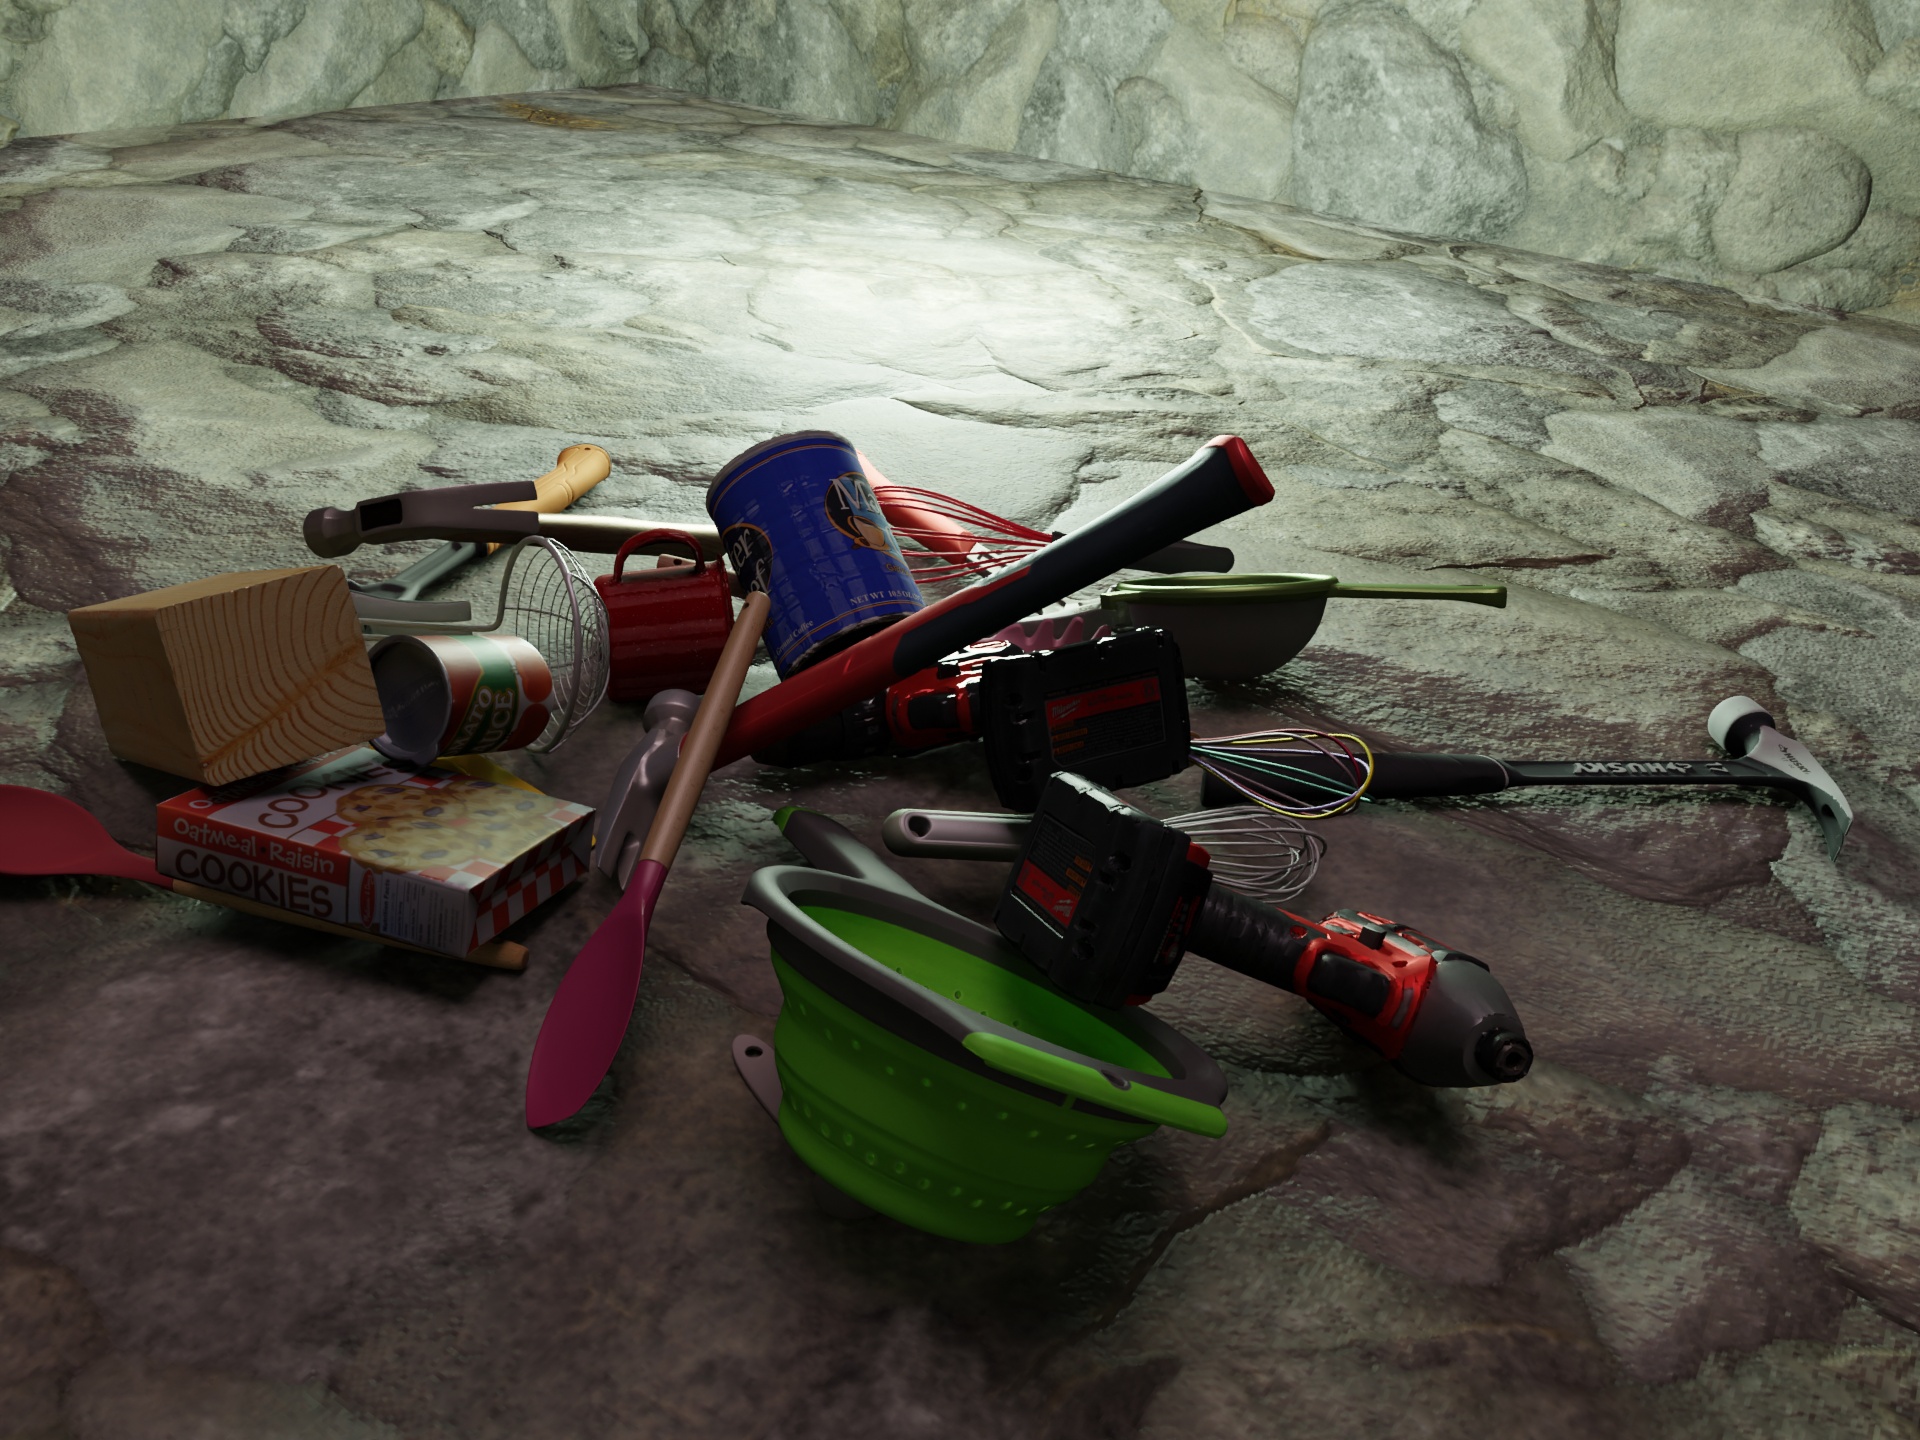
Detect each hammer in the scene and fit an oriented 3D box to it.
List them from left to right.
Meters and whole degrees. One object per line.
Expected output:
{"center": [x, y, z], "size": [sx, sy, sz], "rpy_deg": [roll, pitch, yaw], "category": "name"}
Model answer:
{"center": [-0.342, -0.143, 1.191], "size": [0.127, 0.034, 0.337], "rpy_deg": [10, 29, 12], "category": "hammer"}
{"center": [-0.259, -0.126, 1.059], "size": [0.130, 0.031, 0.331], "rpy_deg": [-6, 1, 27], "category": "hammer"}
{"center": [-0.023, -0.030, 0.795], "size": [0.386, 0.038, 0.143], "rpy_deg": [-26, 32, 24], "category": "hammer"}
{"center": [-0.022, -0.142, 1.239], "size": [0.149, 0.036, 0.359], "rpy_deg": [-15, 35, -32], "category": "hammer"}
{"center": [0.343, 0.036, 0.976], "size": [0.409, 0.036, 0.149], "rpy_deg": [-1, 30, -9], "category": "hammer"}

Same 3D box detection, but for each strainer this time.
{"center": [0.229, -0.061, 1.062], "size": [0.256, 0.069, 0.151], "rpy_deg": [3, 9, 24], "category": "strainer"}

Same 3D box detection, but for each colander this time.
{"center": [-0.035, 0.125, 0.705], "size": [0.204, 0.094, 0.397], "rpy_deg": [23, 2, -23], "category": "colander"}

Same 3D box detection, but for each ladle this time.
{"center": [-0.361, 0.083, 0.788], "size": [0.315, 0.031, 0.069], "rpy_deg": [12, 26, 8], "category": "ladle"}

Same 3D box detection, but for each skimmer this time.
{"center": [-0.372, -0.054, 0.965], "size": [0.363, 0.127, 0.090], "rpy_deg": [4, 8, 15], "category": "skimmer"}

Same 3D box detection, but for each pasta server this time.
{"center": [-0.047, -0.067, 1.052], "size": [0.316, 0.040, 0.060], "rpy_deg": [15, 54, 0], "category": "pasta server"}

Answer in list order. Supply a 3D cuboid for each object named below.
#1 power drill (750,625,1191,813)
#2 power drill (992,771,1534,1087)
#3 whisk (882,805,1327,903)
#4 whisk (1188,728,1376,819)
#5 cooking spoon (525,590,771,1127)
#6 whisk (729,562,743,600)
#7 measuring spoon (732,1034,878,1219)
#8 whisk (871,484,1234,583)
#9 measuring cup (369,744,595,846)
{"center": [-0.001, -0.003, 0.892], "size": [0.188, 0.080, 0.227], "rpy_deg": [-13, 9, -29], "category": "power drill"}
{"center": [0.137, 0.101, 0.693], "size": [0.219, 0.078, 0.143], "rpy_deg": [21, 3, -18], "category": "power drill"}
{"center": [0.079, 0.065, 0.838], "size": [0.246, 0.059, 0.058], "rpy_deg": [4, 59, -15], "category": "whisk"}
{"center": [0.146, 0.018, 0.906], "size": [0.051, 0.047, 0.245], "rpy_deg": [8, 4, -31], "category": "whisk"}
{"center": [-0.140, 0.051, 0.767], "size": [0.069, 0.017, 0.319], "rpy_deg": [-23, 38, 36], "category": "cooking spoon"}
{"center": [-0.128, -0.138, 1.199], "size": [0.070, 0.070, 0.285], "rpy_deg": [4, 24, -1], "category": "whisk"}
{"center": [-0.068, 0.168, 0.686], "size": [0.034, 0.018, 0.124], "rpy_deg": [-14, 33, -30], "category": "measuring spoon"}
{"center": [0.045, -0.123, 1.116], "size": [0.296, 0.073, 0.073], "rpy_deg": [5, 29, 0], "category": "whisk"}
{"center": [-0.267, 0.040, 0.891], "size": [0.156, 0.029, 0.062], "rpy_deg": [30, 34, 18], "category": "measuring cup"}
